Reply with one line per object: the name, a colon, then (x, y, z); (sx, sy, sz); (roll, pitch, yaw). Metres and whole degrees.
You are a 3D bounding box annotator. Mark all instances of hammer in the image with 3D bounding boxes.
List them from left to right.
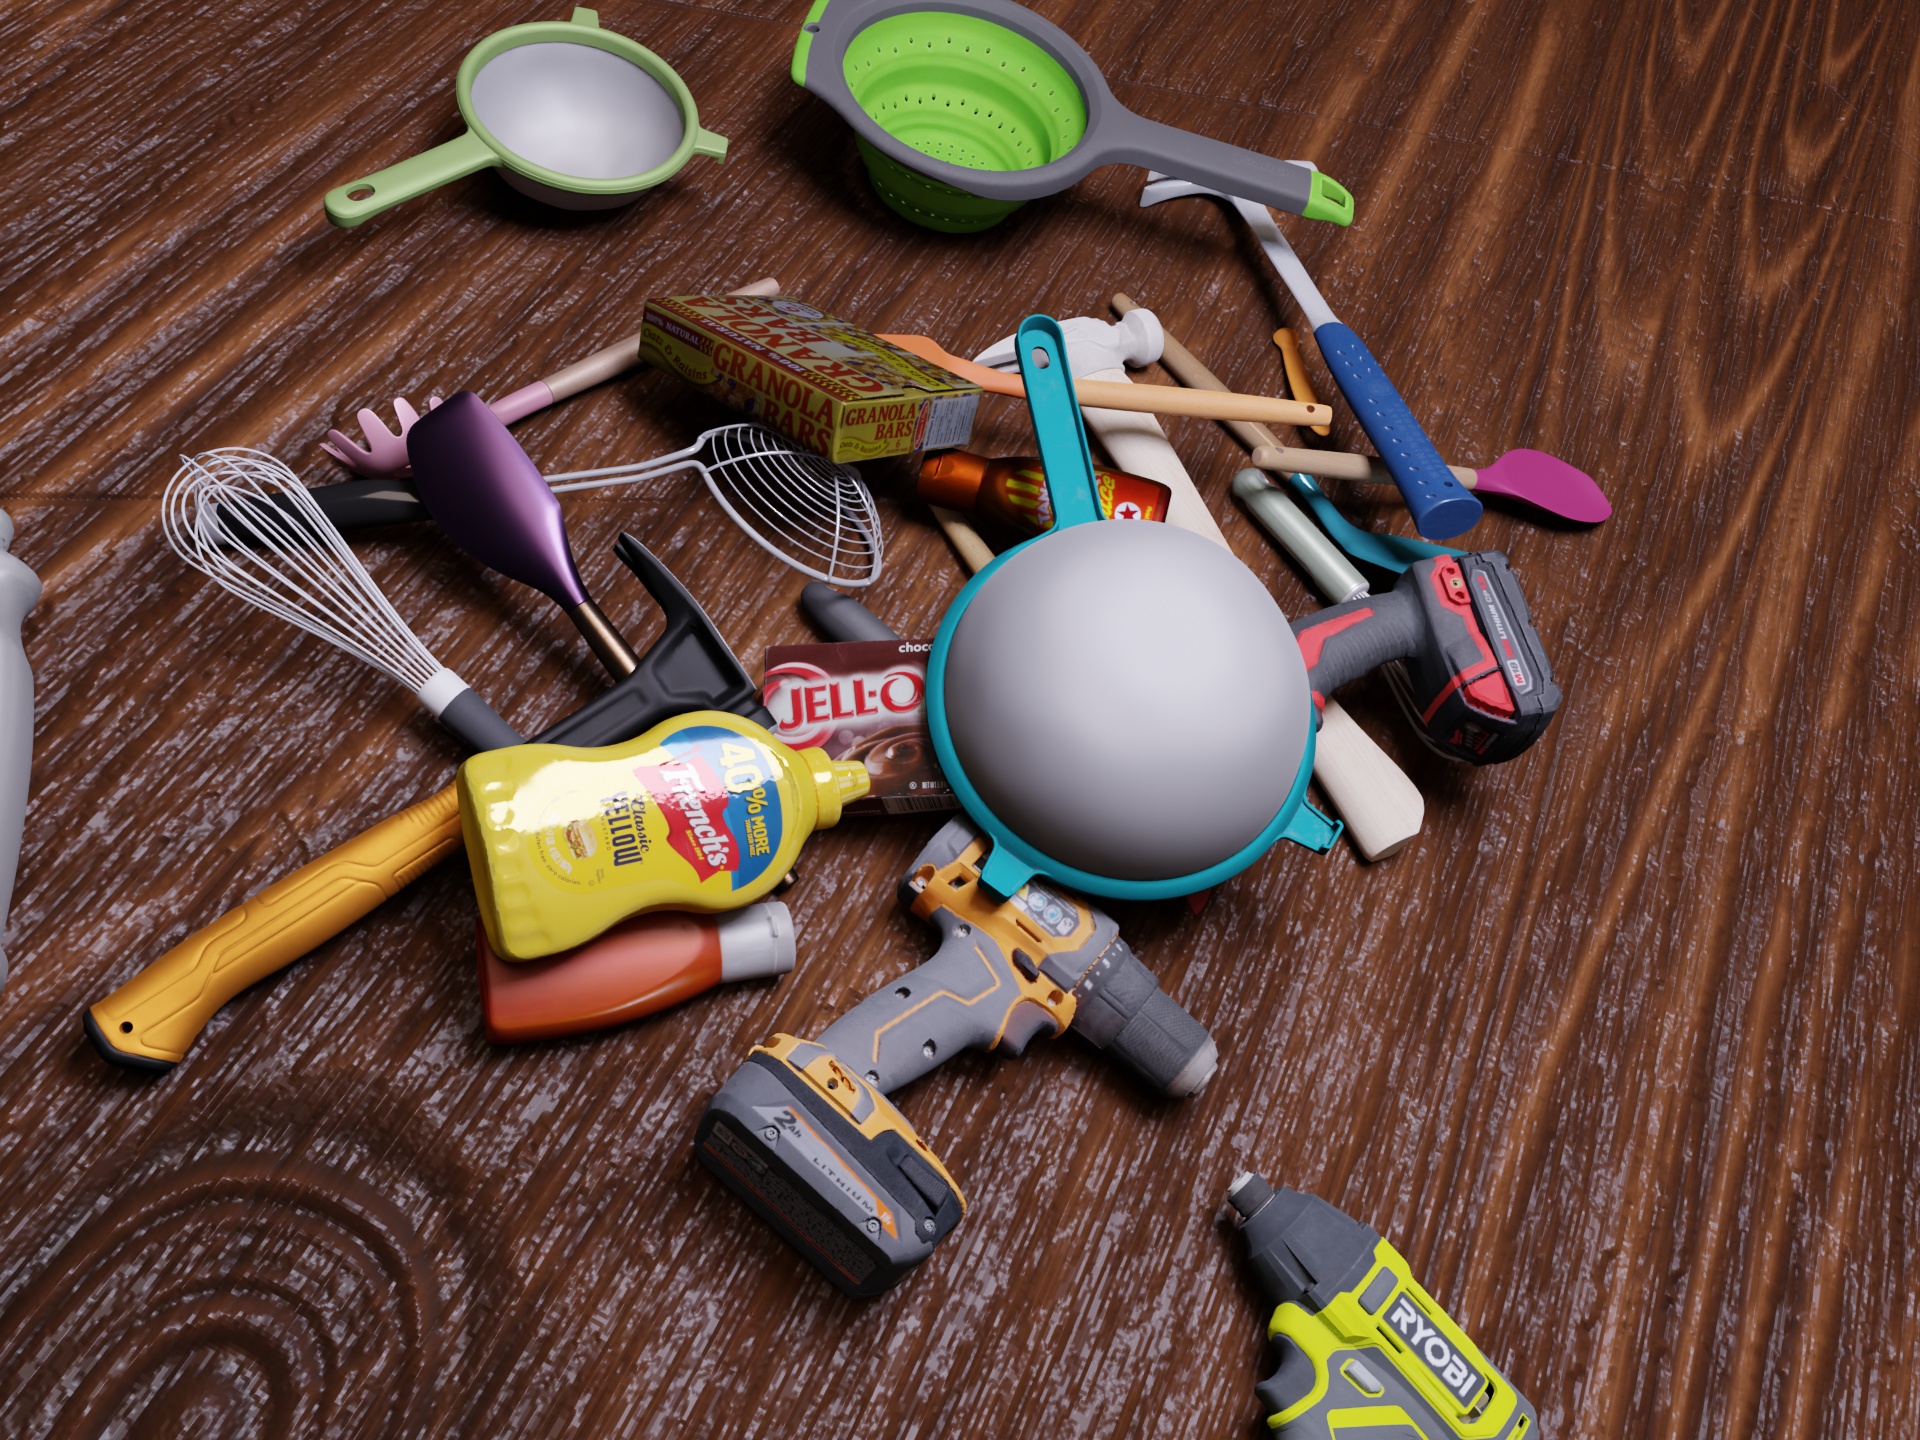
hammer: (-0.254, 0.044, 0.755); (0.337, 0.034, 0.127); (-36, 94, -22)
hammer: (0.151, -0.090, 0.993); (0.146, 0.038, 0.411); (-19, 66, -24)
hammer: (0.244, -0.272, 1.090); (0.144, 0.035, 0.406); (-3, 49, -17)

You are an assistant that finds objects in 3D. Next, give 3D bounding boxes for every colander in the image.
colander: (0.075, -0.388, 1.115); (0.397, 0.094, 0.205); (15, 56, -5)

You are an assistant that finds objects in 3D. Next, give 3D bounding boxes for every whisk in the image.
whisk: (-0.287, -0.035, 0.807); (0.284, 0.070, 0.070); (42, 56, -3)
whisk: (-0.001, -0.004, 0.891); (0.239, 0.055, 0.055); (40, 57, 15)
whisk: (0.255, -0.073, 1.011); (0.246, 0.059, 0.057); (52, 23, 21)

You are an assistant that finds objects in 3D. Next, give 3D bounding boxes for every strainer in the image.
strainer: (-0.284, -0.348, 1.003); (0.151, 0.069, 0.256); (46, 59, 10)
strainer: (0.081, -0.082, 0.819); (0.211, 0.095, 0.341); (-7, 71, -13)

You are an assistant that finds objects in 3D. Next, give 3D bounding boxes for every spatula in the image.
spatula: (-0.186, -0.037, 0.834); (0.060, 0.018, 0.316); (-38, 87, -4)
spatula: (0.071, -0.202, 0.998); (0.322, 0.041, 0.081); (5, 70, -3)
spatula: (0.215, -0.191, 1.069); (0.318, 0.044, 0.082); (48, 41, 17)

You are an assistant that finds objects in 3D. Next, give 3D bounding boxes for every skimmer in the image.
skimmer: (-0.224, -0.106, 0.892); (0.363, 0.090, 0.127); (-8, 42, -9)

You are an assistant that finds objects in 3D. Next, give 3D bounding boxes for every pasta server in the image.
pasta server: (-0.231, -0.214, 0.955); (0.316, 0.060, 0.040); (-36, 101, -34)

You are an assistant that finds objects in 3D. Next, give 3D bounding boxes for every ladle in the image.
ladle: (0.060, -0.023, 0.920); (0.031, 0.069, 0.316); (-33, 64, -1)

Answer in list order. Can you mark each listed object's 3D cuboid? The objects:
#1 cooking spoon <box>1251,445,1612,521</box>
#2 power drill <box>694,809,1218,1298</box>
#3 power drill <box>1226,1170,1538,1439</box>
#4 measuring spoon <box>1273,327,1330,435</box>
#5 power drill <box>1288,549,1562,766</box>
cooking spoon: (0.323, -0.164, 1.070); (0.318, 0.017, 0.069); (1, 53, -29)
power drill: (0.008, 0.168, 0.768); (0.185, 0.084, 0.226); (40, 52, 8)
power drill: (0.136, 0.324, 0.711); (0.223, 0.080, 0.171); (-35, 74, -35)
measuring spoon: (0.241, -0.240, 1.115); (0.021, 0.011, 0.117); (7, 47, -17)
power drill: (0.213, -0.016, 0.903); (0.219, 0.078, 0.143); (-9, 67, -8)
